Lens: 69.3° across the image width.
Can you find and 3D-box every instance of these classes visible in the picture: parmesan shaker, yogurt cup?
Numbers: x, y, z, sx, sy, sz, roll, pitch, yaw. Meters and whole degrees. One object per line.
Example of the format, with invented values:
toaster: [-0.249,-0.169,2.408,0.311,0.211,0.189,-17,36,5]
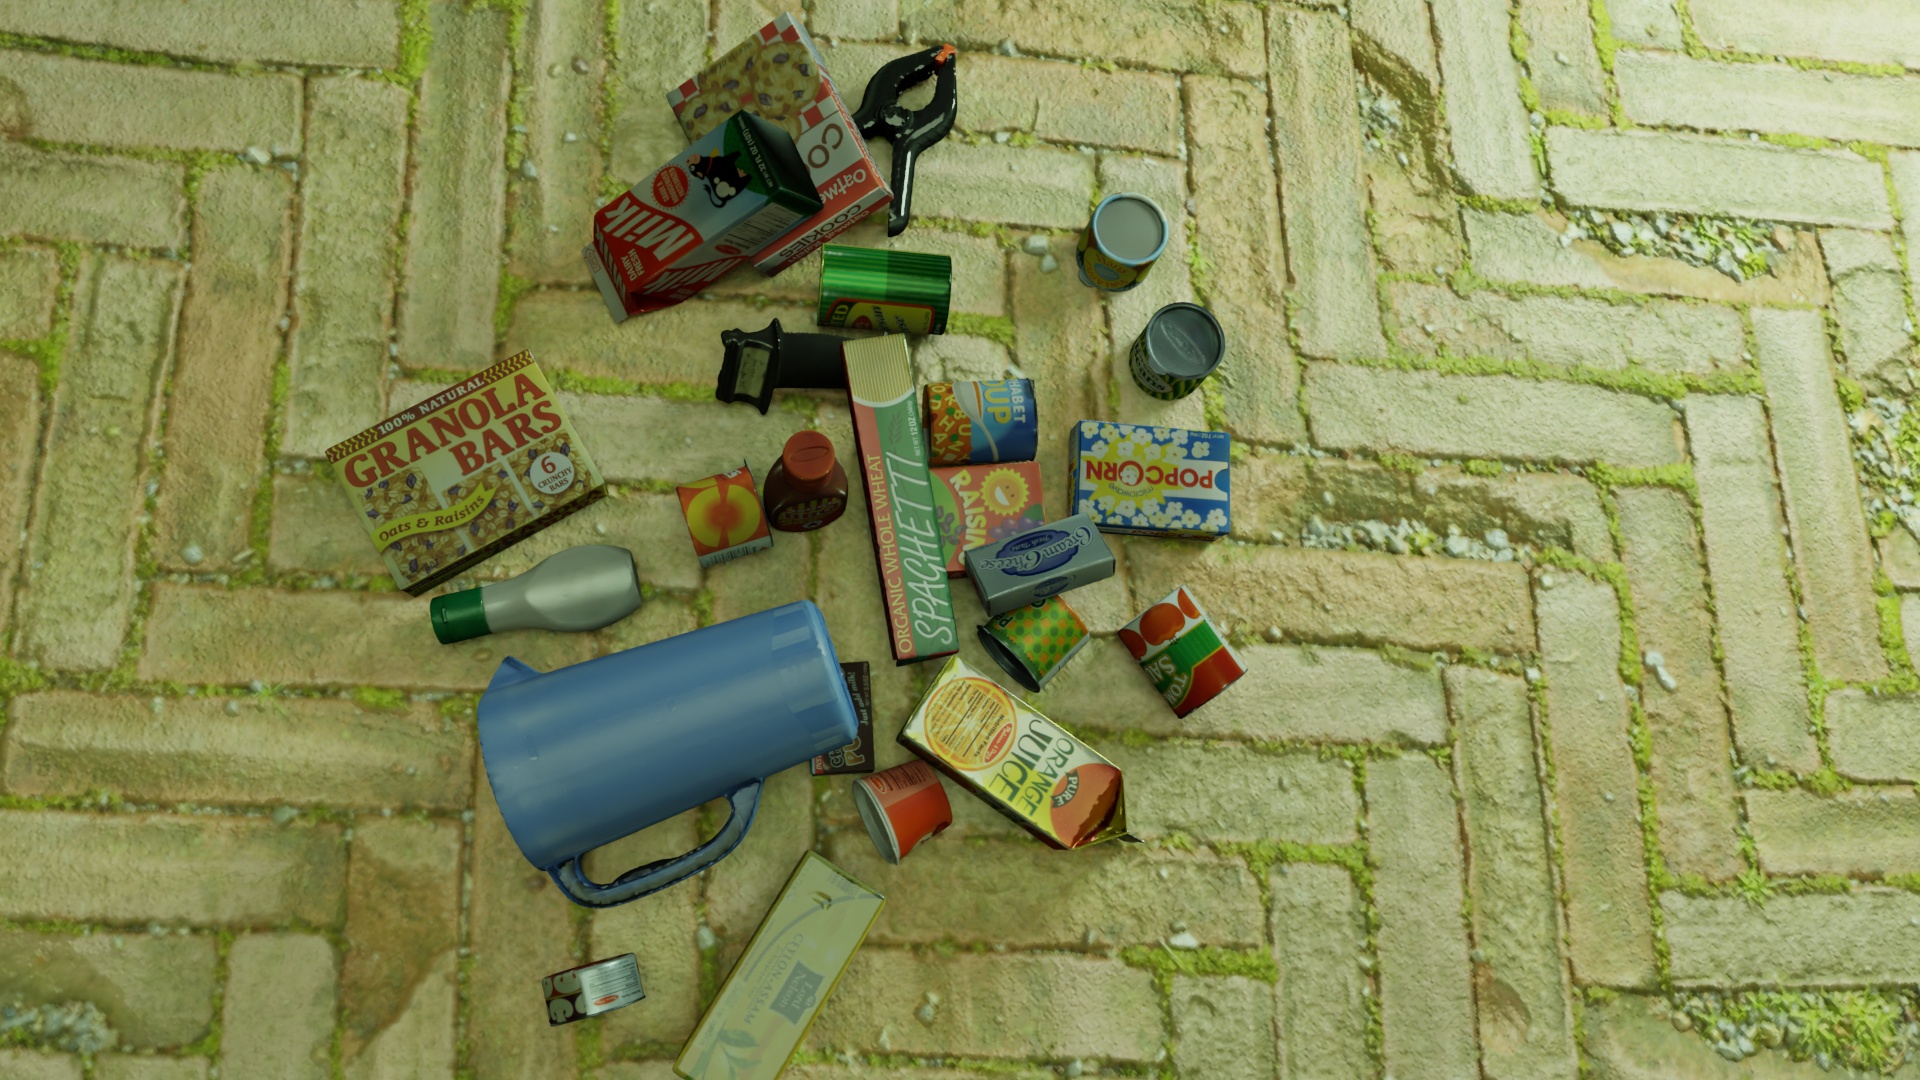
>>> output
parmesan shaker: [-0.061,-0.201,1.109,0.103,0.071,0.071,4,77,-7]
yogurt cup: [-0.042,0.197,1.026,0.054,0.072,0.072,-23,81,-20]

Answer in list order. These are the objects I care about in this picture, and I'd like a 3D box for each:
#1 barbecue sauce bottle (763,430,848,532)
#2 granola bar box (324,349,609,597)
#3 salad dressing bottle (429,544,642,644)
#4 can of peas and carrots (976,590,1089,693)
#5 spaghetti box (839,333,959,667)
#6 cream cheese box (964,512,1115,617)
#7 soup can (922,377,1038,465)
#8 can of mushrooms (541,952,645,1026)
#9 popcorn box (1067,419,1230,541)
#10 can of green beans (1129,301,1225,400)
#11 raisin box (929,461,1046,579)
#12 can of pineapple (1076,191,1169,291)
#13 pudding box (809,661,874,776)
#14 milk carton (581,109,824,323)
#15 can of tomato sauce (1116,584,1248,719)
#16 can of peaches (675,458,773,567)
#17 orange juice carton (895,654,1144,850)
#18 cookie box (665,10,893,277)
barbecue sauce bottle: [-0.114,-0.044,1.027,0.065,0.148,0.044,-13,79,-10]
granola bar box: [-0.370,-0.051,1.051,0.166,0.039,0.124,-30,83,-13]
salad dressing bottle: [-0.315,0.043,1.035,0.148,0.044,0.064,-12,81,-9]
can of peas and carrots: [0.055,0.072,1.064,0.059,0.070,0.071,-43,86,-15]
spaghetti box: [-0.046,-0.032,1.050,0.050,0.028,0.250,-9,84,-10]
cream cheese box: [0.059,0.017,1.047,0.104,0.024,0.053,-18,49,-10]
soup can: [0.015,-0.096,1.096,0.084,0.071,0.071,-3,78,-8]
can of mushrooms: [-0.258,0.313,0.970,0.071,0.071,0.033,-14,80,-10]
popcorn box: [0.151,-0.047,1.120,0.127,0.038,0.085,4,76,-6]
can of green beans: [0.176,-0.154,1.137,0.071,0.057,0.071,2,77,-7]
raisin box: [0.004,-0.014,1.092,0.123,0.040,0.086,-5,78,-8]
can of pineapple: [0.133,-0.246,1.152,0.071,0.057,0.071,2,78,-7]
pudding box: [-0.091,0.134,1.050,0.050,0.030,0.084,-2,77,-7]
milk carton: [-0.210,-0.245,1.077,0.190,0.073,0.072,-29,81,19]
can of tomato sauce: [0.170,0.087,1.077,0.071,0.071,0.083,-34,83,-13]
can of peaches: [-0.180,-0.020,1.055,0.058,0.071,0.071,-18,80,-10]
orange juice carton: [0.051,0.171,1.039,0.193,0.071,0.073,34,76,1]
cookie box: [-0.145,-0.317,1.118,0.123,0.040,0.167,-29,82,14]
